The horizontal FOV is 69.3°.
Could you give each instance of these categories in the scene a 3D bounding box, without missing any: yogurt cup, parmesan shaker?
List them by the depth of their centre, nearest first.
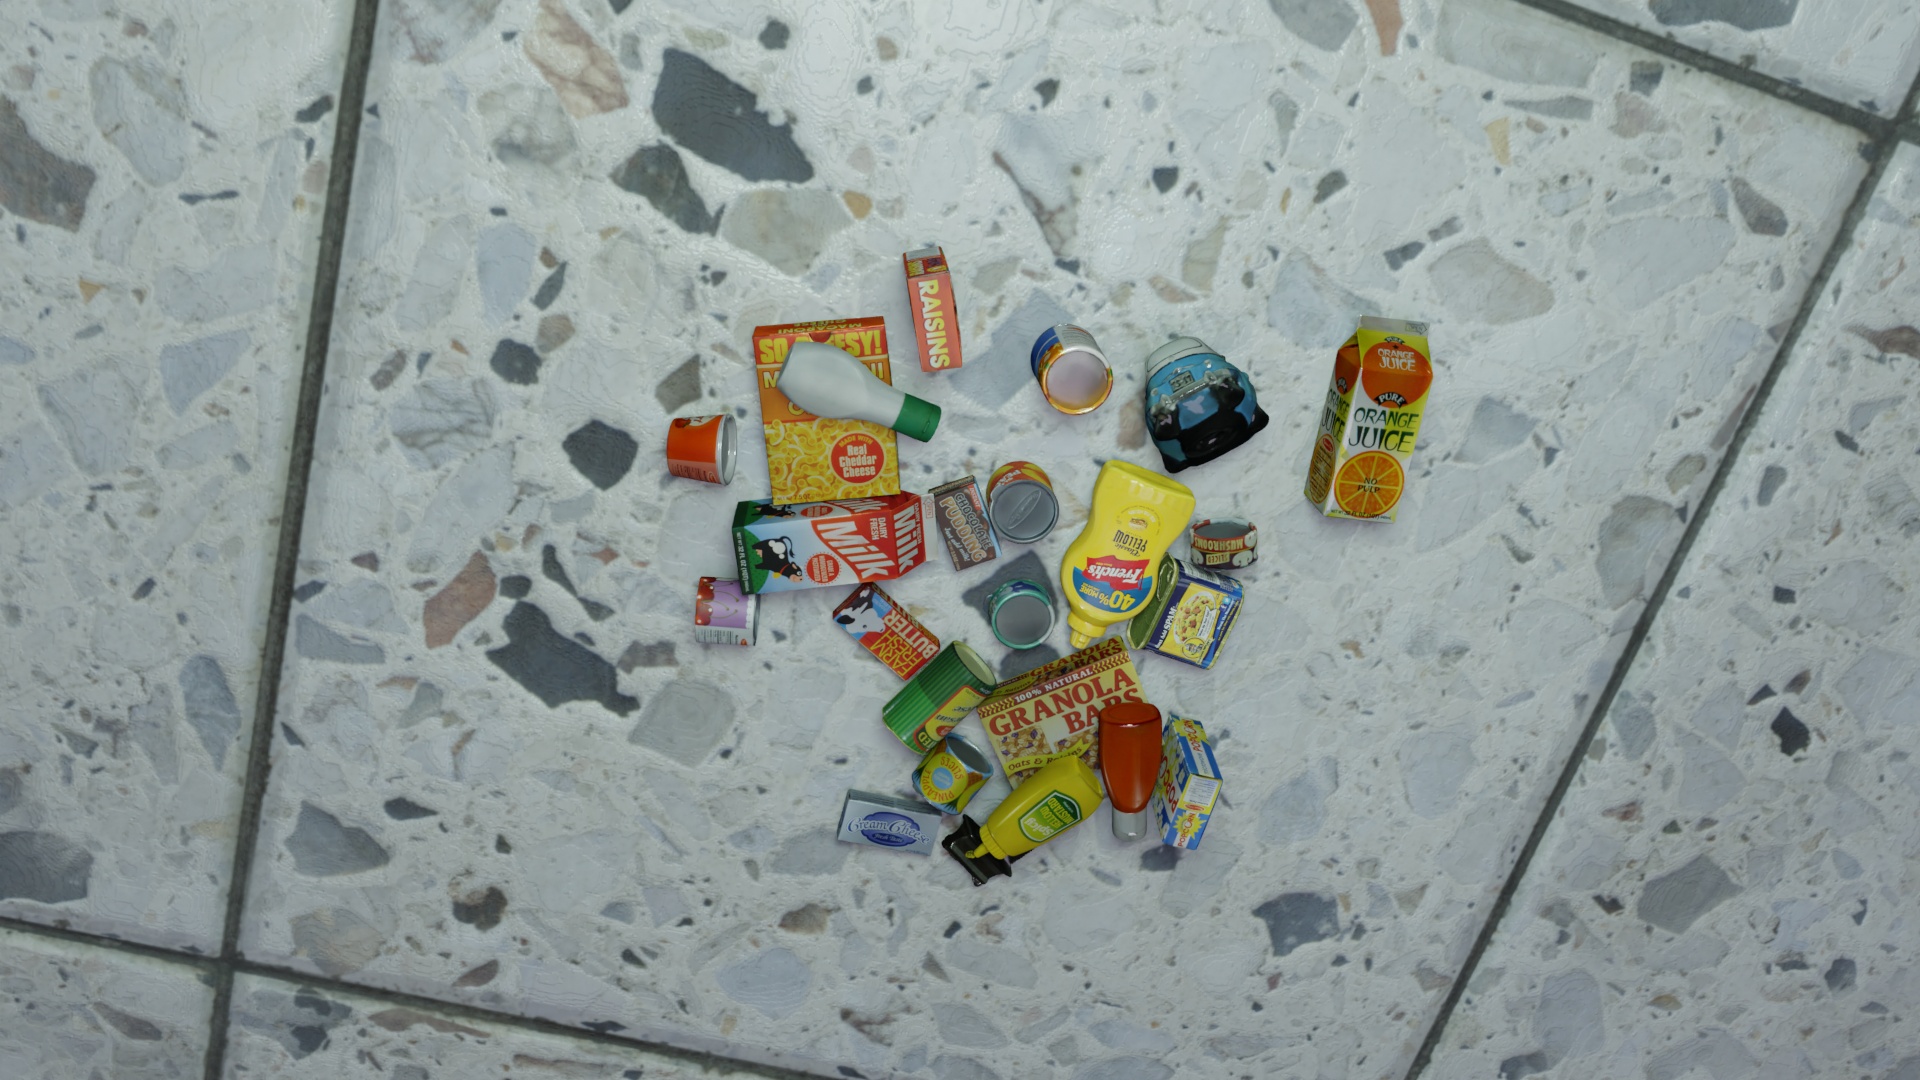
[{"bbox_3d":[-0.242,-0.086,1.299,0.054,0.073,0.072,3,112,3],"label":"yogurt cup"},{"bbox_3d":[-0.022,0.158,1.406,0.071,0.071,0.103,41,104,-18],"label":"parmesan shaker"}]

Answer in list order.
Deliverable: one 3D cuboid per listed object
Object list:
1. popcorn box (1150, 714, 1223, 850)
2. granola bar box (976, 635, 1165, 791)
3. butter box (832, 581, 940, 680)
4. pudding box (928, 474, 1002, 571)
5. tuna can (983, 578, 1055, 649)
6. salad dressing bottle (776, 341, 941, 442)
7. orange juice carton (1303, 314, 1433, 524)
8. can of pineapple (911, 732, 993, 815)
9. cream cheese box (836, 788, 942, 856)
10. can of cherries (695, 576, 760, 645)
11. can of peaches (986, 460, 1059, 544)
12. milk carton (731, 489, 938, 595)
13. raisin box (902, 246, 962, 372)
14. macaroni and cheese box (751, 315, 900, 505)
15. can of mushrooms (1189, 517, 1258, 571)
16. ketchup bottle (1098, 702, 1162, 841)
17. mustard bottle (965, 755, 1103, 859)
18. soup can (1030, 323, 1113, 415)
[{"bbox_3d":[0.229,0.247,1.430,0.038,0.127,0.085,14,110,-6],"label":"popcorn box"},{"bbox_3d":[0.113,0.184,1.443,0.165,0.039,0.123,-22,113,5],"label":"granola bar box"},{"bbox_3d":[-0.074,0.090,1.401,0.103,0.024,0.053,42,104,-17],"label":"butter box"},{"bbox_3d":[0.005,-0.017,1.362,0.050,0.030,0.083,-19,112,2],"label":"pudding box"},{"bbox_3d":[0.059,0.074,1.400,0.071,0.033,0.070,-2,112,-4],"label":"tuna can"},{"bbox_3d":[-0.091,-0.131,1.259,0.148,0.044,0.064,22,106,-15],"label":"salad dressing bottle"},{"bbox_3d":[0.392,-0.119,1.328,0.072,0.073,0.191,6,110,-6],"label":"orange juice carton"},{"bbox_3d":[-0.008,0.242,1.441,0.071,0.071,0.057,34,105,-16],"label":"can of pineapple"},{"bbox_3d":[-0.076,0.301,1.484,0.104,0.024,0.053,12,109,-9],"label":"cream cheese box"},{"bbox_3d":[-0.227,0.067,1.360,0.058,0.072,0.071,3,111,-4],"label":"can of cherries"},{"bbox_3d":[0.058,-0.039,1.342,0.071,0.058,0.071,-1,112,-3],"label":"can of peaches"},{"bbox_3d":[-0.118,-0.003,1.335,0.191,0.074,0.072,-5,112,-2],"label":"milk carton"},{"bbox_3d":[-0.025,-0.207,1.235,0.040,0.124,0.085,-8,112,0],"label":"raisin box"},{"bbox_3d":[-0.124,-0.121,1.306,0.124,0.040,0.165,-6,112,-3],"label":"macaroni and cheese box"},{"bbox_3d":[0.259,0.004,1.367,0.071,0.071,0.033,-6,110,-2],"label":"can of mushrooms"},{"bbox_3d":[0.174,0.239,1.425,0.065,0.044,0.148,-4,114,-3],"label":"ketchup bottle"},{"bbox_3d":[0.070,0.288,1.435,0.160,0.049,0.065,-38,110,12],"label":"mustard bottle"},{"bbox_3d":[0.101,-0.156,1.286,0.071,0.084,0.071,-1,112,-4],"label":"soup can"}]
